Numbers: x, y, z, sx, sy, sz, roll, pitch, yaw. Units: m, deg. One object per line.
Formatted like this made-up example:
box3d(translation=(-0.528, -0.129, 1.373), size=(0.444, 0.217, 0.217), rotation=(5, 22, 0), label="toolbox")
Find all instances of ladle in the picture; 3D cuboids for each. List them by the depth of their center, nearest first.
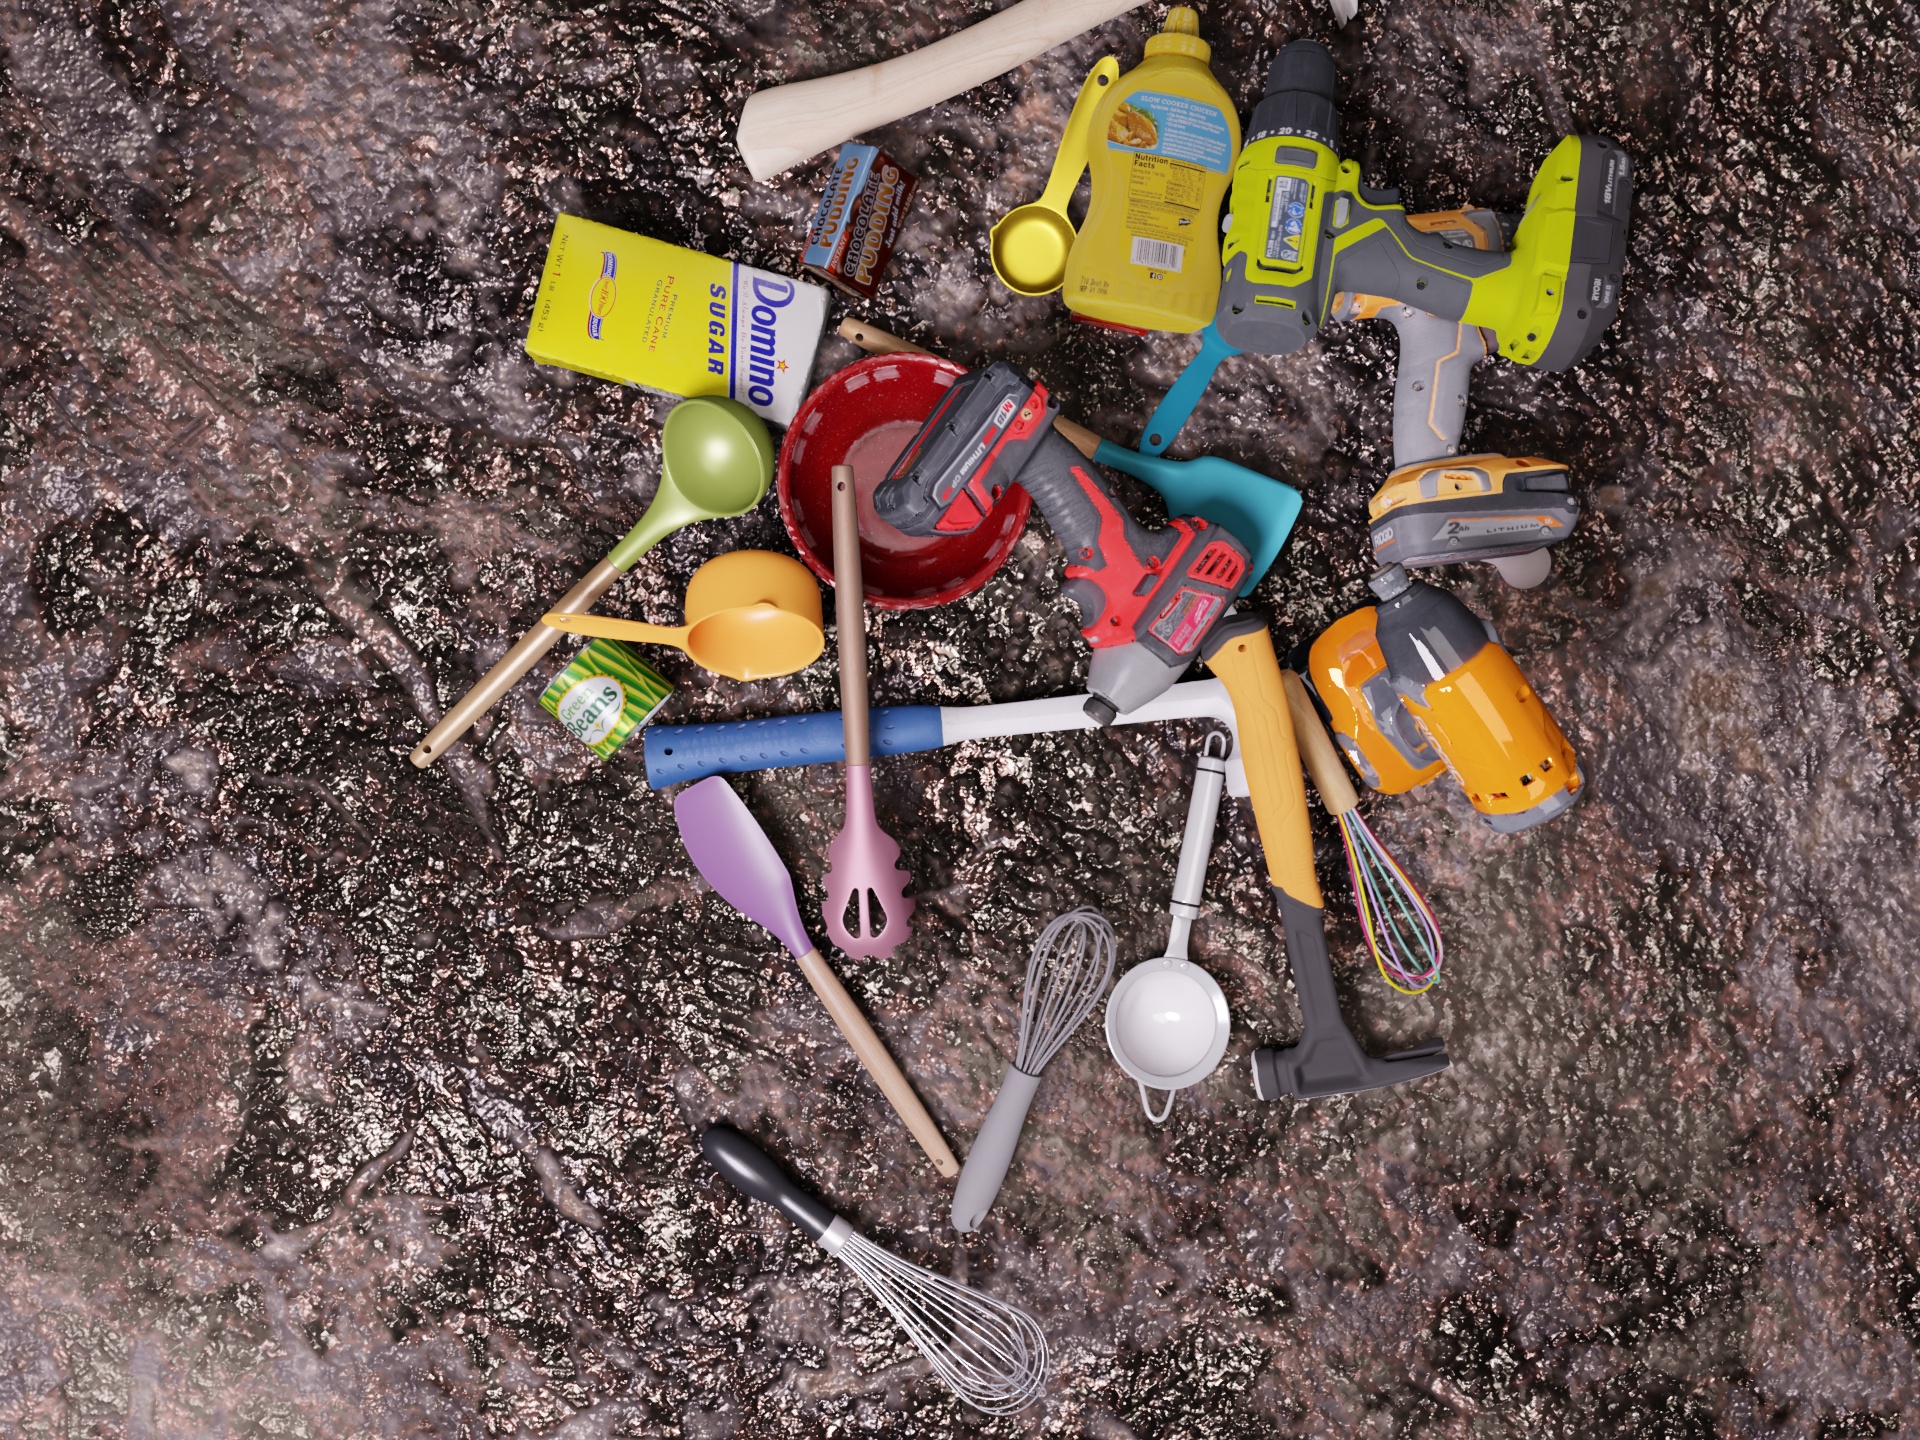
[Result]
box3d(translation=(-0.240, -0.080, 1.005), size=(0.320, 0.062, 0.078), rotation=(-43, 91, 7), label="ladle")

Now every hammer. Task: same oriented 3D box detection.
box3d(translation=(0.218, 0.090, 1.009), size=(0.127, 0.034, 0.336), rotation=(-12, 109, 13), label="hammer")
box3d(translation=(0.052, -0.438, 1.021), size=(0.410, 0.038, 0.146), rotation=(-26, 96, -1), label="hammer")
box3d(translation=(-0.002, -0.003, 1.038), size=(0.405, 0.035, 0.144), rotation=(-6, 84, -1), label="hammer")

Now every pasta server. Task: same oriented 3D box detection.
box3d(translation=(-0.065, 0.000, 0.998), size=(0.060, 0.040, 0.316), rotation=(-3, 95, 1), label="pasta server")

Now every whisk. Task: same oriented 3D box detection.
box3d(translation=(0.259, 0.077, 1.044), size=(0.047, 0.051, 0.245), rotation=(-27, 103, 7), label="whisk")
box3d(translation=(-0.058, 0.361, 1.057), size=(0.284, 0.070, 0.070), rotation=(37, 91, 0), label="whisk")
box3d(translation=(0.045, 0.233, 1.059), size=(0.055, 0.055, 0.239), rotation=(21, 97, -4), label="whisk")

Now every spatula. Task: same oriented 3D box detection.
box3d(translation=(0.064, -0.186, 1.032), size=(0.317, 0.044, 0.082), rotation=(25, 122, -2), label="spatula")
box3d(translation=(-0.090, 0.174, 1.048), size=(0.060, 0.018, 0.316), rotation=(-28, 100, 26), label="spatula")

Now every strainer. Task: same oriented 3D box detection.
box3d(translation=(0.148, 0.134, 1.059), size=(0.087, 0.050, 0.258), rotation=(12, 87, -11), label="strainer")

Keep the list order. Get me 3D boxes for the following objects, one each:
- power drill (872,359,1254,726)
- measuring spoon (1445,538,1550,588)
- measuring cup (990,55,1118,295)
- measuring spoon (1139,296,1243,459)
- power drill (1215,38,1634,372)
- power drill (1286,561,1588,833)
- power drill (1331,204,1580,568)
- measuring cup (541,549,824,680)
box3d(translation=(0.063, -0.104, 0.970), size=(0.219, 0.078, 0.143), rotation=(37, 85, -17), label="power drill")
box3d(translation=(0.338, -0.120, 1.064), size=(0.124, 0.018, 0.034), rotation=(18, 92, -3), label="measuring spoon")
box3d(translation=(0.066, -0.348, 1.024), size=(0.062, 0.029, 0.156), rotation=(22, 97, -5), label="measuring cup")
box3d(translation=(0.157, -0.227, 1.045), size=(0.042, 0.021, 0.128), rotation=(33, 92, -5), label="measuring spoon")
box3d(translation=(0.276, -0.308, 0.962), size=(0.228, 0.080, 0.190), rotation=(10, 81, 2), label="power drill")
box3d(translation=(0.274, -0.022, 0.961), size=(0.084, 0.226, 0.164), rotation=(-35, 95, -1), label="power drill")
box3d(translation=(0.339, -0.221, 1.026), size=(0.185, 0.084, 0.226), rotation=(-7, 86, -3), label="power drill")
box3d(translation=(-0.171, -0.073, 0.997), size=(0.173, 0.095, 0.052), rotation=(5, 61, -13), label="measuring cup")
